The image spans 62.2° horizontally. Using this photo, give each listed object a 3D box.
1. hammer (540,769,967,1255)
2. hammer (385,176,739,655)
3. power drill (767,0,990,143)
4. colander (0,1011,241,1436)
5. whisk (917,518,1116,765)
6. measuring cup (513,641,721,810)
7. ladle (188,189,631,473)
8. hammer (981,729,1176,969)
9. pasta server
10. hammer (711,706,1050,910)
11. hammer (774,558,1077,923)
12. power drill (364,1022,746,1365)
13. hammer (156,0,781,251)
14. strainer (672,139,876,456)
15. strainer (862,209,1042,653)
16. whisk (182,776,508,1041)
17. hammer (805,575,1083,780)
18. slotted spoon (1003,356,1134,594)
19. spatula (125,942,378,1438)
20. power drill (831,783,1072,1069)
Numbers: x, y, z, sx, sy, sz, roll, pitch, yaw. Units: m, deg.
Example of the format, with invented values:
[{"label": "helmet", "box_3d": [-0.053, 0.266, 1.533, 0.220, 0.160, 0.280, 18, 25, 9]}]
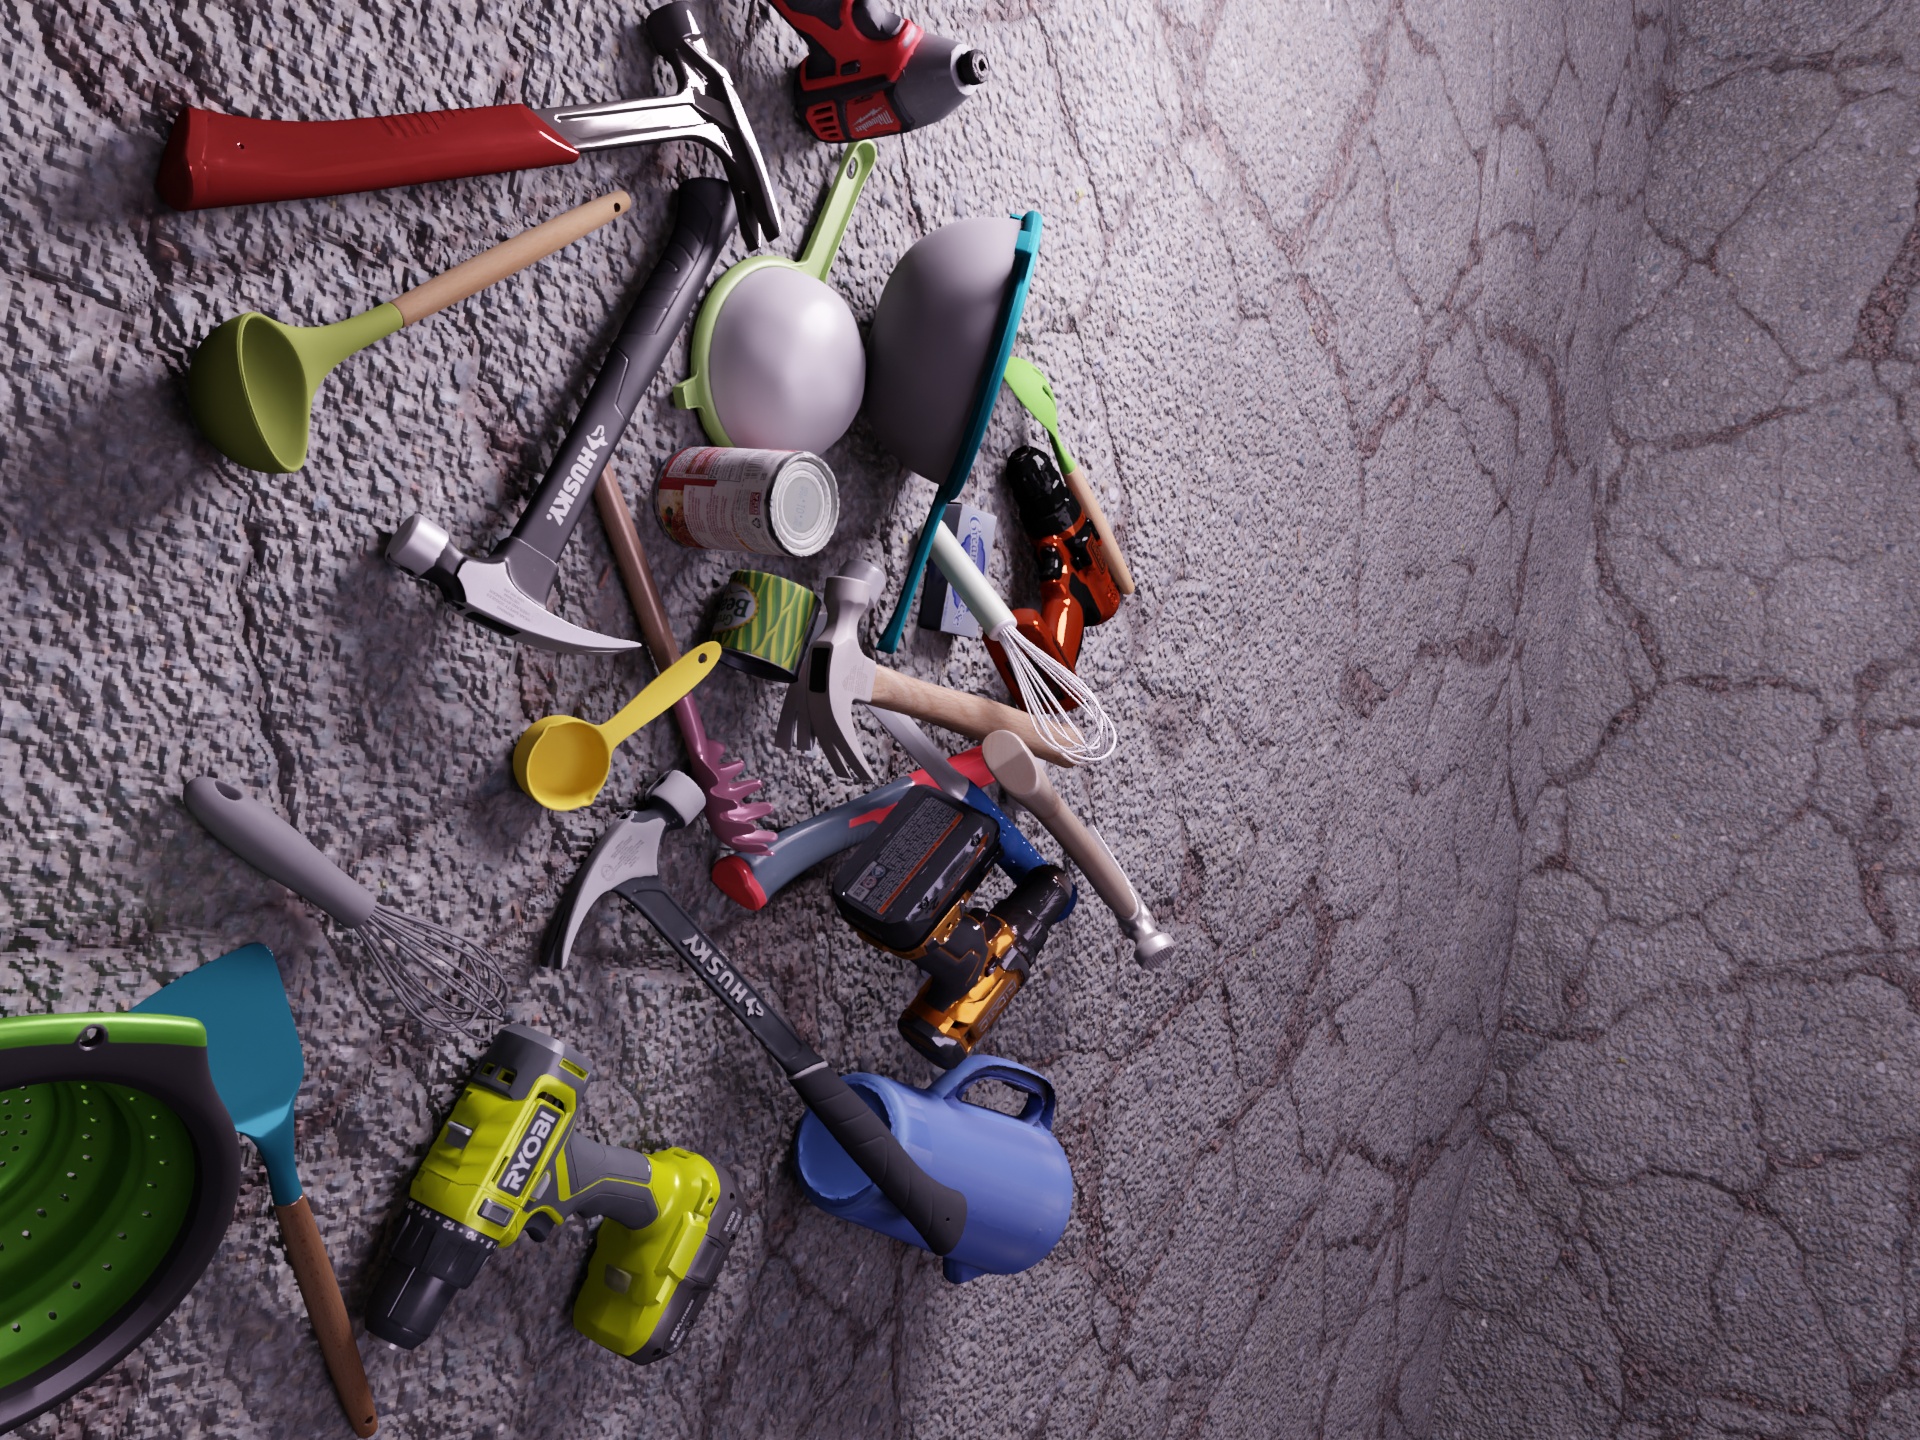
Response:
[{"label": "hammer", "box_3d": [-0.120, 0.231, 1.091, 0.149, 0.036, 0.408, -50, 116, -29]}, {"label": "hammer", "box_3d": [-0.203, -0.194, 0.958, 0.146, 0.035, 0.335, 35, 64, -30]}, {"label": "power drill", "box_3d": [-0.080, -0.463, 0.996, 0.219, 0.143, 0.079, 48, 57, -45]}, {"label": "colander", "box_3d": [-0.466, 0.279, 0.697, 0.204, 0.095, 0.397, 14, 104, -55]}, {"label": "whisk", "box_3d": [0.038, -0.063, 1.205, 0.059, 0.246, 0.057, -18, 151, -35]}, {"label": "measuring cup", "box_3d": [-0.213, -0.004, 0.995, 0.156, 0.029, 0.062, -42, 129, -29]}, {"label": "ladle", "box_3d": [-0.276, -0.226, 0.854, 0.320, 0.062, 0.078, -47, 141, -41]}, {"label": "hammer", "box_3d": [0.087, 0.090, 1.296, 0.038, 0.146, 0.410, -34, 151, 3]}, {"label": "pasta server", "box_3d": [-0.184, -0.042, 1.038, 0.060, 0.040, 0.316, -94, 170, -62]}, {"label": "hammer", "box_3d": [-0.048, 0.049, 1.248, 0.386, 0.038, 0.143, -22, 114, -50]}, {"label": "hammer", "box_3d": [-0.010, 0.054, 1.239, 0.405, 0.035, 0.144, 50, 56, -44]}, {"label": "power drill", "box_3d": [-0.252, 0.320, 0.998, 0.228, 0.080, 0.191, 49, 59, -44]}, {"label": "hammer", "box_3d": [-0.251, -0.306, 0.863, 0.359, 0.037, 0.149, -30, 103, -45]}, {"label": "strainer", "box_3d": [-0.089, -0.286, 1.084, 0.151, 0.069, 0.256, 34, 72, -52]}, {"label": "strainer", "box_3d": [-0.037, -0.214, 1.155, 0.211, 0.095, 0.340, -91, -161, -69]}, {"label": "whisk", "box_3d": [-0.329, 0.106, 0.866, 0.238, 0.055, 0.055, 53, 56, -40]}, {"label": "hammer", "box_3d": [-0.002, -0.004, 1.184, 0.331, 0.031, 0.130, 18, 80, -54]}, {"label": "slotted spoon", "box_3d": [0.102, -0.207, 1.396, 0.313, 0.031, 0.070, 55, 13, -50]}, {"label": "spatula", "box_3d": [-0.368, 0.276, 0.874, 0.082, 0.044, 0.317, -34, 129, -46]}, {"label": "power drill", "box_3d": [0.006, 0.142, 1.204, 0.185, 0.084, 0.226, -49, 144, -21]}]
